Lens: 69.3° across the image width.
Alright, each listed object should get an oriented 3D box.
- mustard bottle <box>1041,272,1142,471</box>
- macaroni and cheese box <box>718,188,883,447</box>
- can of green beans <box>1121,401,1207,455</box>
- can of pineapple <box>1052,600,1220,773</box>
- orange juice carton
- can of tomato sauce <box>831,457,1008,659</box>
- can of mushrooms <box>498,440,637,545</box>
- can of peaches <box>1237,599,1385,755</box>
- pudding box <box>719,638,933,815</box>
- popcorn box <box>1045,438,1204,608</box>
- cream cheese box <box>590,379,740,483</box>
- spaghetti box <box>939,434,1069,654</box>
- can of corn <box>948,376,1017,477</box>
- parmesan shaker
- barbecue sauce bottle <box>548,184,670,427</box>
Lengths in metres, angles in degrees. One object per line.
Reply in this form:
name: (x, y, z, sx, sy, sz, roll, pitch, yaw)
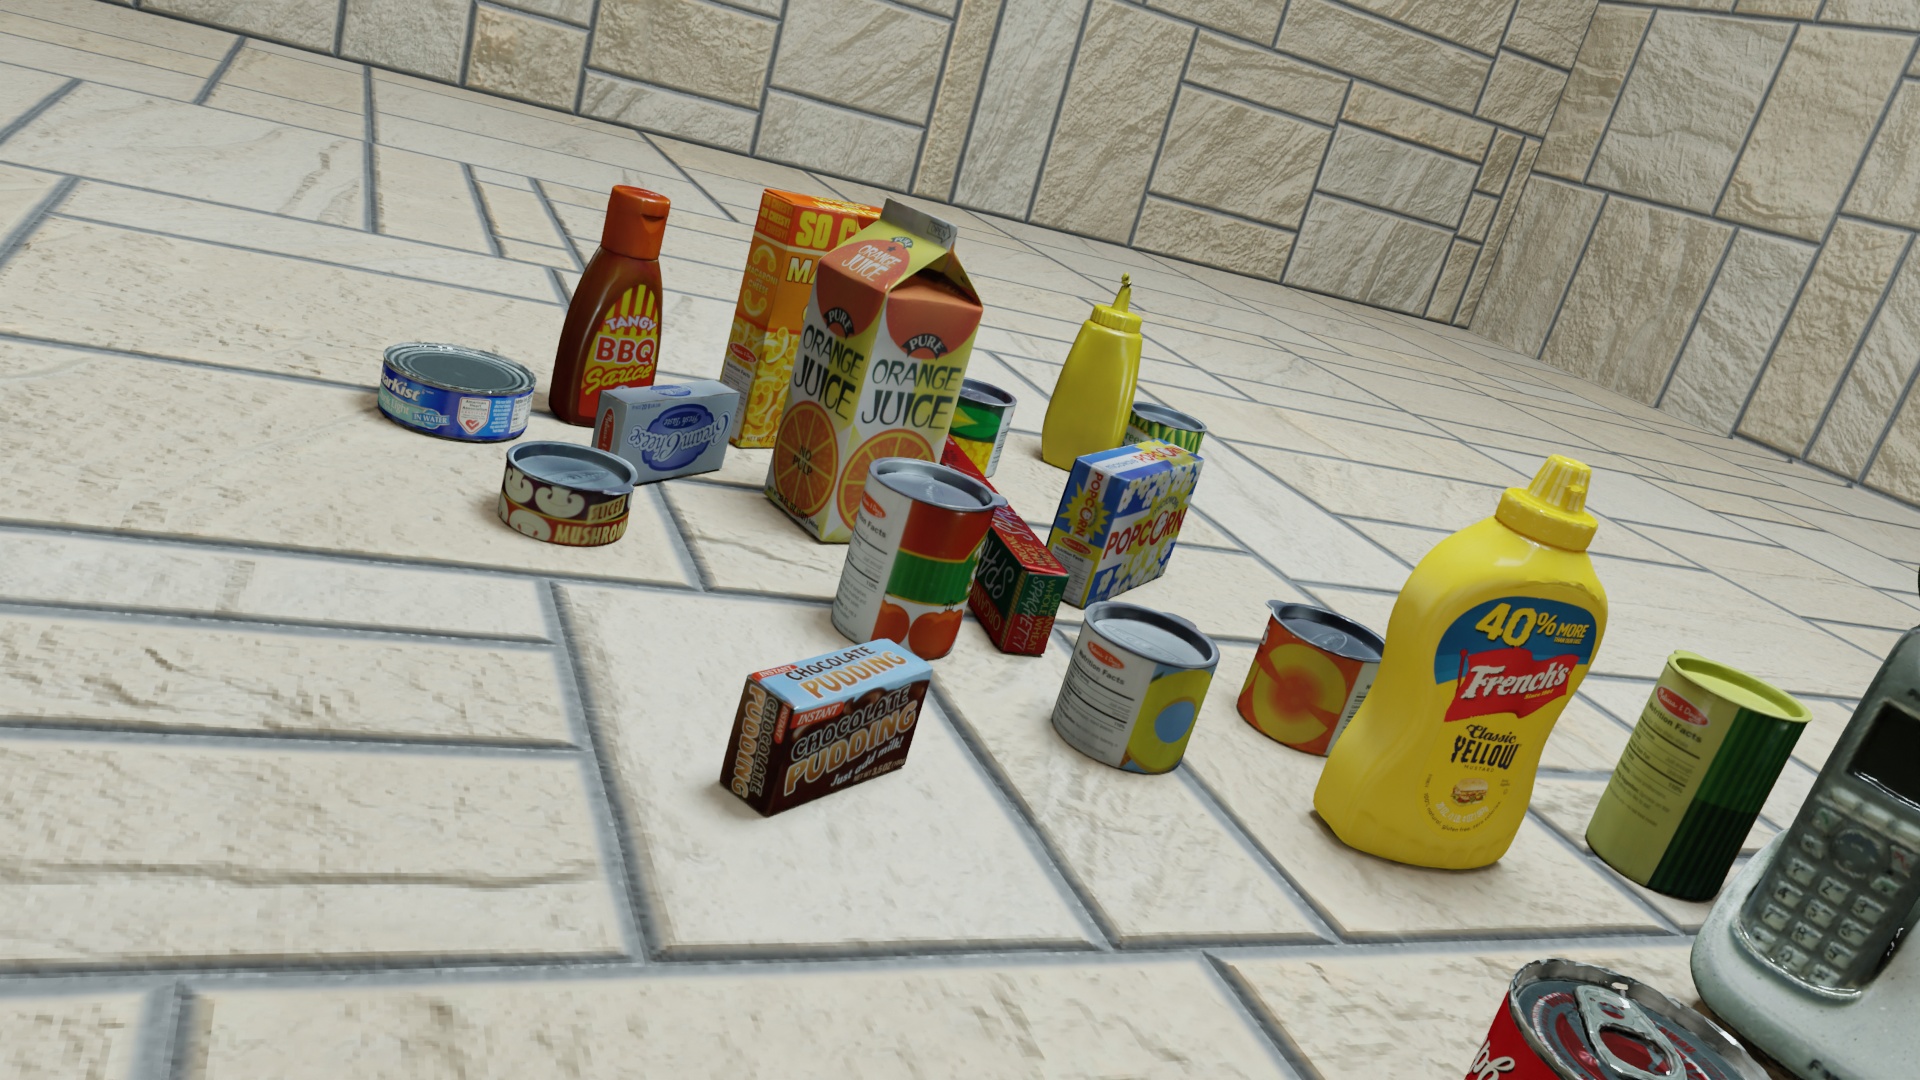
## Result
mustard bottle: (0.111, -0.132, 1.090, 0.065, 0.159, 0.049, 19, 18, 8)
macaroni and cheese box: (-0.095, -0.146, 0.948, 0.124, 0.165, 0.040, -4, 27, -47)
can of green beans: (0.159, -0.075, 1.127, 0.071, 0.057, 0.071, 15, 19, -5)
can of pineapple: (0.084, 0.069, 0.657, 0.071, 0.057, 0.071, 15, 19, -5)
orange juice carton: (-0.048, -0.099, 0.812, 0.073, 0.192, 0.072, 1, 24, -40)
can of tomato sauce: (-0.022, 0.009, 0.698, 0.071, 0.082, 0.071, 15, 18, -5)
can of mushrooms: (-0.201, -0.024, 0.718, 0.071, 0.033, 0.071, 15, 19, -5)
can of peaches: (0.184, 0.072, 0.732, 0.071, 0.058, 0.071, 15, 19, -5)
pudding box: (-0.052, 0.071, 0.548, 0.030, 0.049, 0.084, 28, 22, 31)
popcorn box: (0.100, -0.013, 0.860, 0.038, 0.085, 0.127, 25, 20, 25)
cream cheese box: (-0.175, -0.064, 0.822, 0.024, 0.053, 0.104, 24, 20, 23)
spaghetti box: (0.003, -0.010, 0.825, 0.029, 0.050, 0.251, 9, 20, -22)
can of corn: (0.000, -0.085, 1.023, 0.071, 0.058, 0.071, 15, 19, -5)
parmesan shaker: (0.361, 0.115, 0.687, 0.071, 0.102, 0.071, 15, 18, -5)
barbecue sauce bottle: (-0.216, -0.146, 0.875, 0.044, 0.148, 0.065, 31, 23, 37)
